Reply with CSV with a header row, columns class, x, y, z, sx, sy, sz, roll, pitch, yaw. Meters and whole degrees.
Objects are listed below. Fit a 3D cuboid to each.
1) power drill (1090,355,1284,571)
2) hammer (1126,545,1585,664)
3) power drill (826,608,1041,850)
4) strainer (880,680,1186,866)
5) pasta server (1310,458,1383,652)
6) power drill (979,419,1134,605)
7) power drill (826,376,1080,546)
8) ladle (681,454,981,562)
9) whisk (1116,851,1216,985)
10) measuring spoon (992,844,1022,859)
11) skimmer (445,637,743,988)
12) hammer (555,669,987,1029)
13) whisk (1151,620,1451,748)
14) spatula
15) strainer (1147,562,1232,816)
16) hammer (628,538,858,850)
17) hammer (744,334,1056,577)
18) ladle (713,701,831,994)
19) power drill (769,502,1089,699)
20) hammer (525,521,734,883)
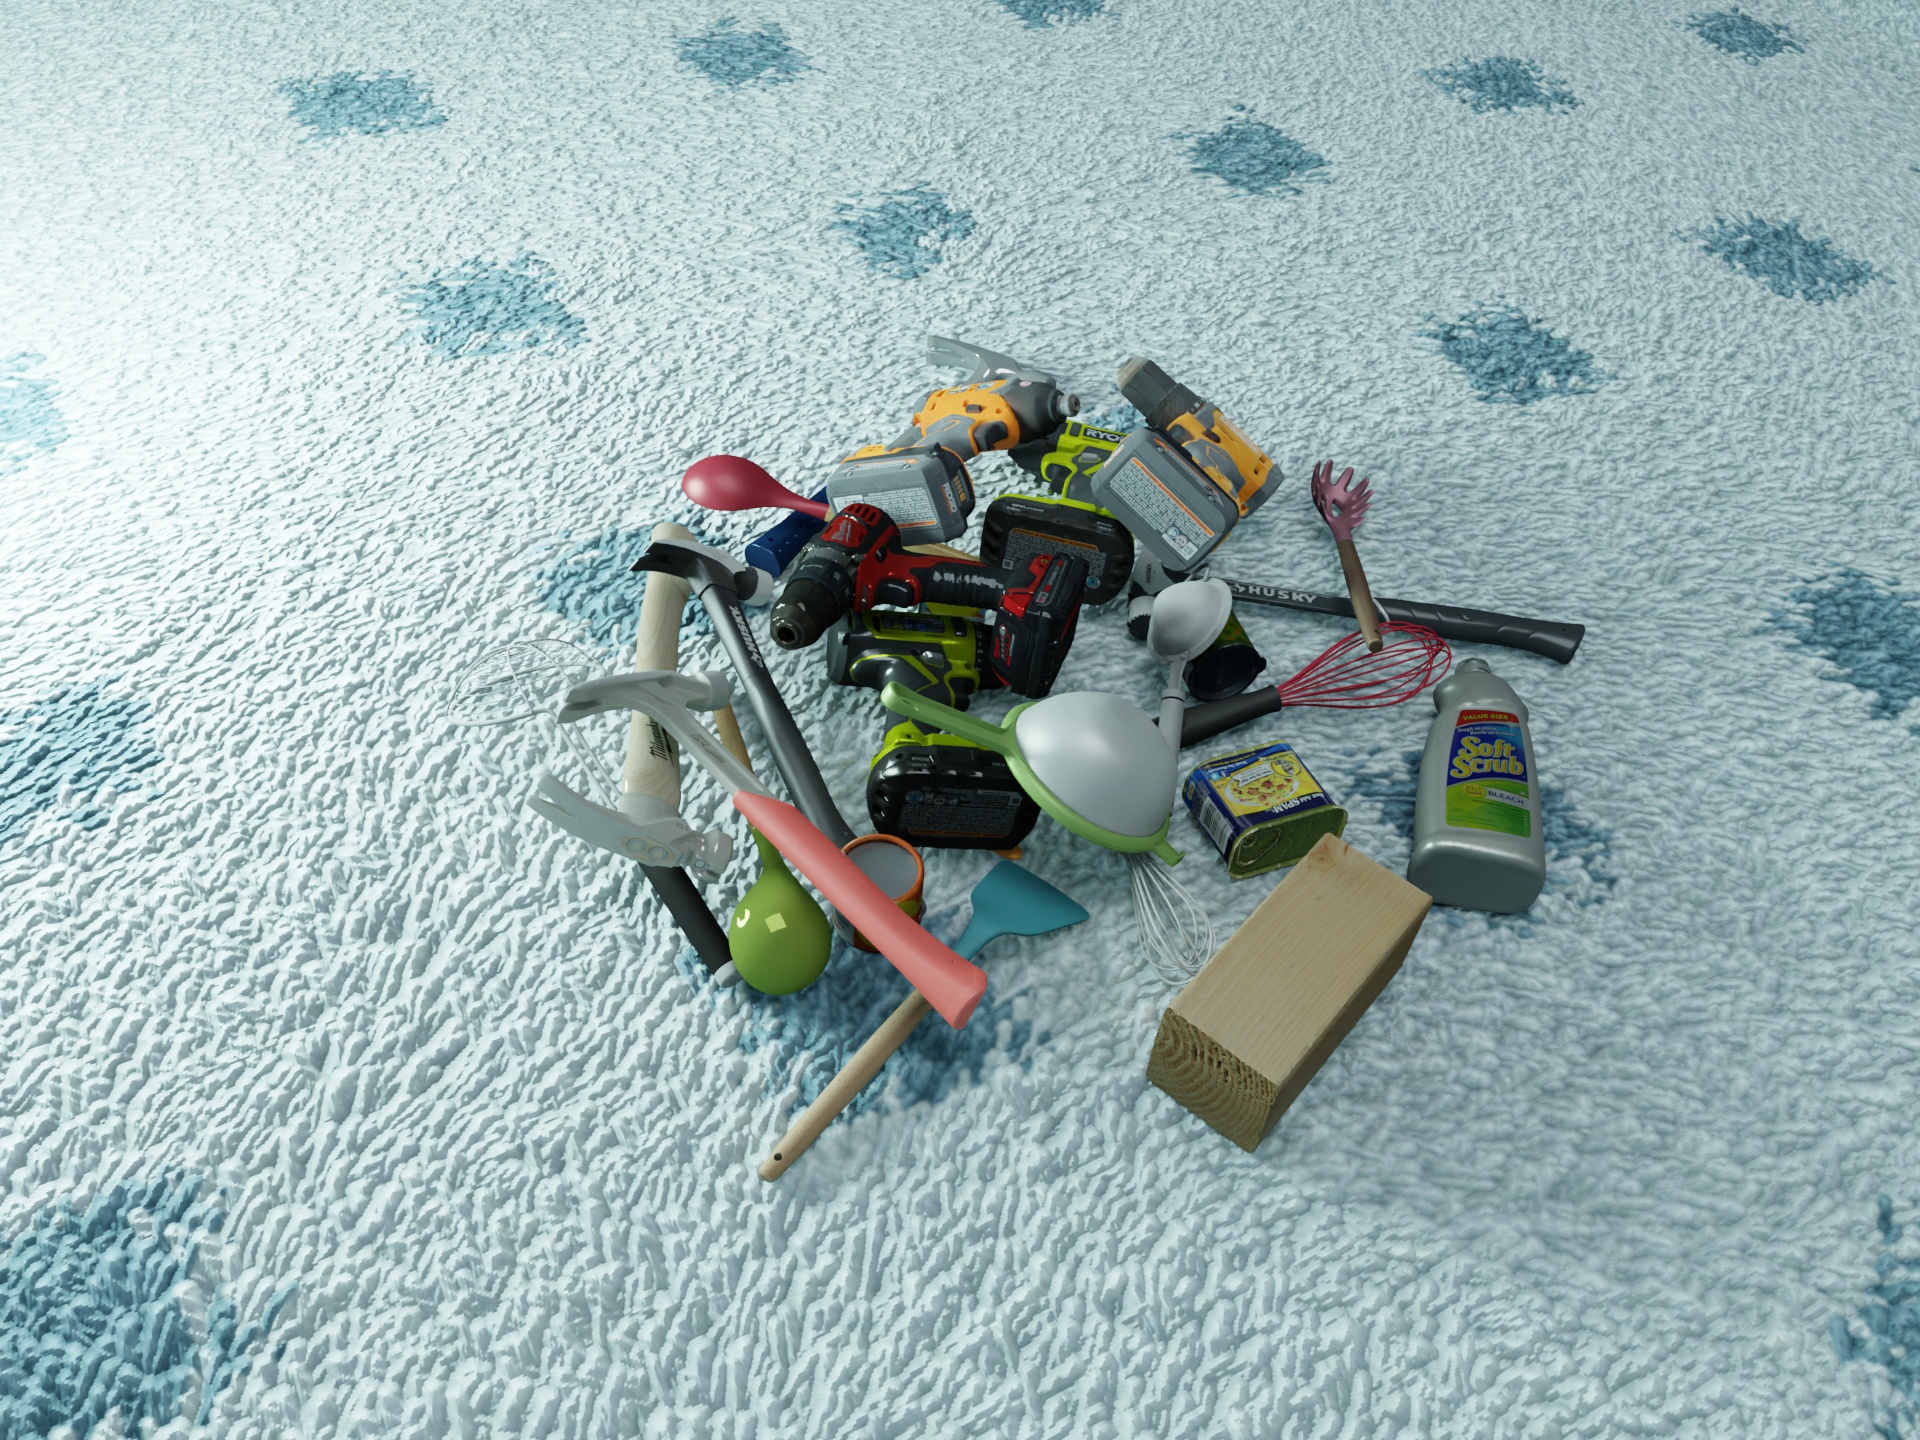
class,x,y,z,sx,sy,sz,roll,pitch,yaw
power drill,0.191,-0.239,1.426,0.185,0.084,0.226,44,33,0
hammer,0.356,-0.103,1.433,0.409,0.036,0.149,9,45,2
power drill,-0.002,-0.004,1.267,0.190,0.080,0.229,4,39,-14
strainer,0.065,0.005,1.158,0.256,0.069,0.152,21,33,-28
pasta server,0.353,-0.151,1.427,0.060,0.040,0.316,19,32,-7
power drill,0.098,-0.206,1.472,0.171,0.080,0.223,14,38,6
power drill,0.000,-0.237,1.406,0.164,0.084,0.226,-2,32,32
ladle,-0.096,-0.176,1.427,0.315,0.031,0.069,19,52,-5
whisk,0.131,0.100,1.211,0.057,0.059,0.247,23,29,-37
measuring spoon,0.003,0.073,1.243,0.117,0.011,0.021,34,52,25
skimmer,-0.269,0.069,1.210,0.127,0.090,0.364,-25,63,-30
hammer,-0.120,0.082,1.098,0.359,0.036,0.149,41,29,25
whisk,0.282,-0.024,1.337,0.296,0.073,0.073,-17,50,-13
spatula,-0.028,0.205,1.108,0.082,0.044,0.317,32,56,22
strainer,0.173,-0.027,1.288,0.050,0.087,0.259,29,59,-36
hammer,-0.159,-0.018,1.265,0.146,0.035,0.335,18,36,-49
hammer,-0.071,-0.261,1.542,0.144,0.035,0.405,28,50,20
ladle,-0.162,0.077,1.209,0.078,0.062,0.321,18,29,-33
power drill,-0.028,-0.091,1.252,0.227,0.080,0.188,16,35,9
hammer,-0.249,-0.042,1.261,0.146,0.038,0.411,25,31,-24
